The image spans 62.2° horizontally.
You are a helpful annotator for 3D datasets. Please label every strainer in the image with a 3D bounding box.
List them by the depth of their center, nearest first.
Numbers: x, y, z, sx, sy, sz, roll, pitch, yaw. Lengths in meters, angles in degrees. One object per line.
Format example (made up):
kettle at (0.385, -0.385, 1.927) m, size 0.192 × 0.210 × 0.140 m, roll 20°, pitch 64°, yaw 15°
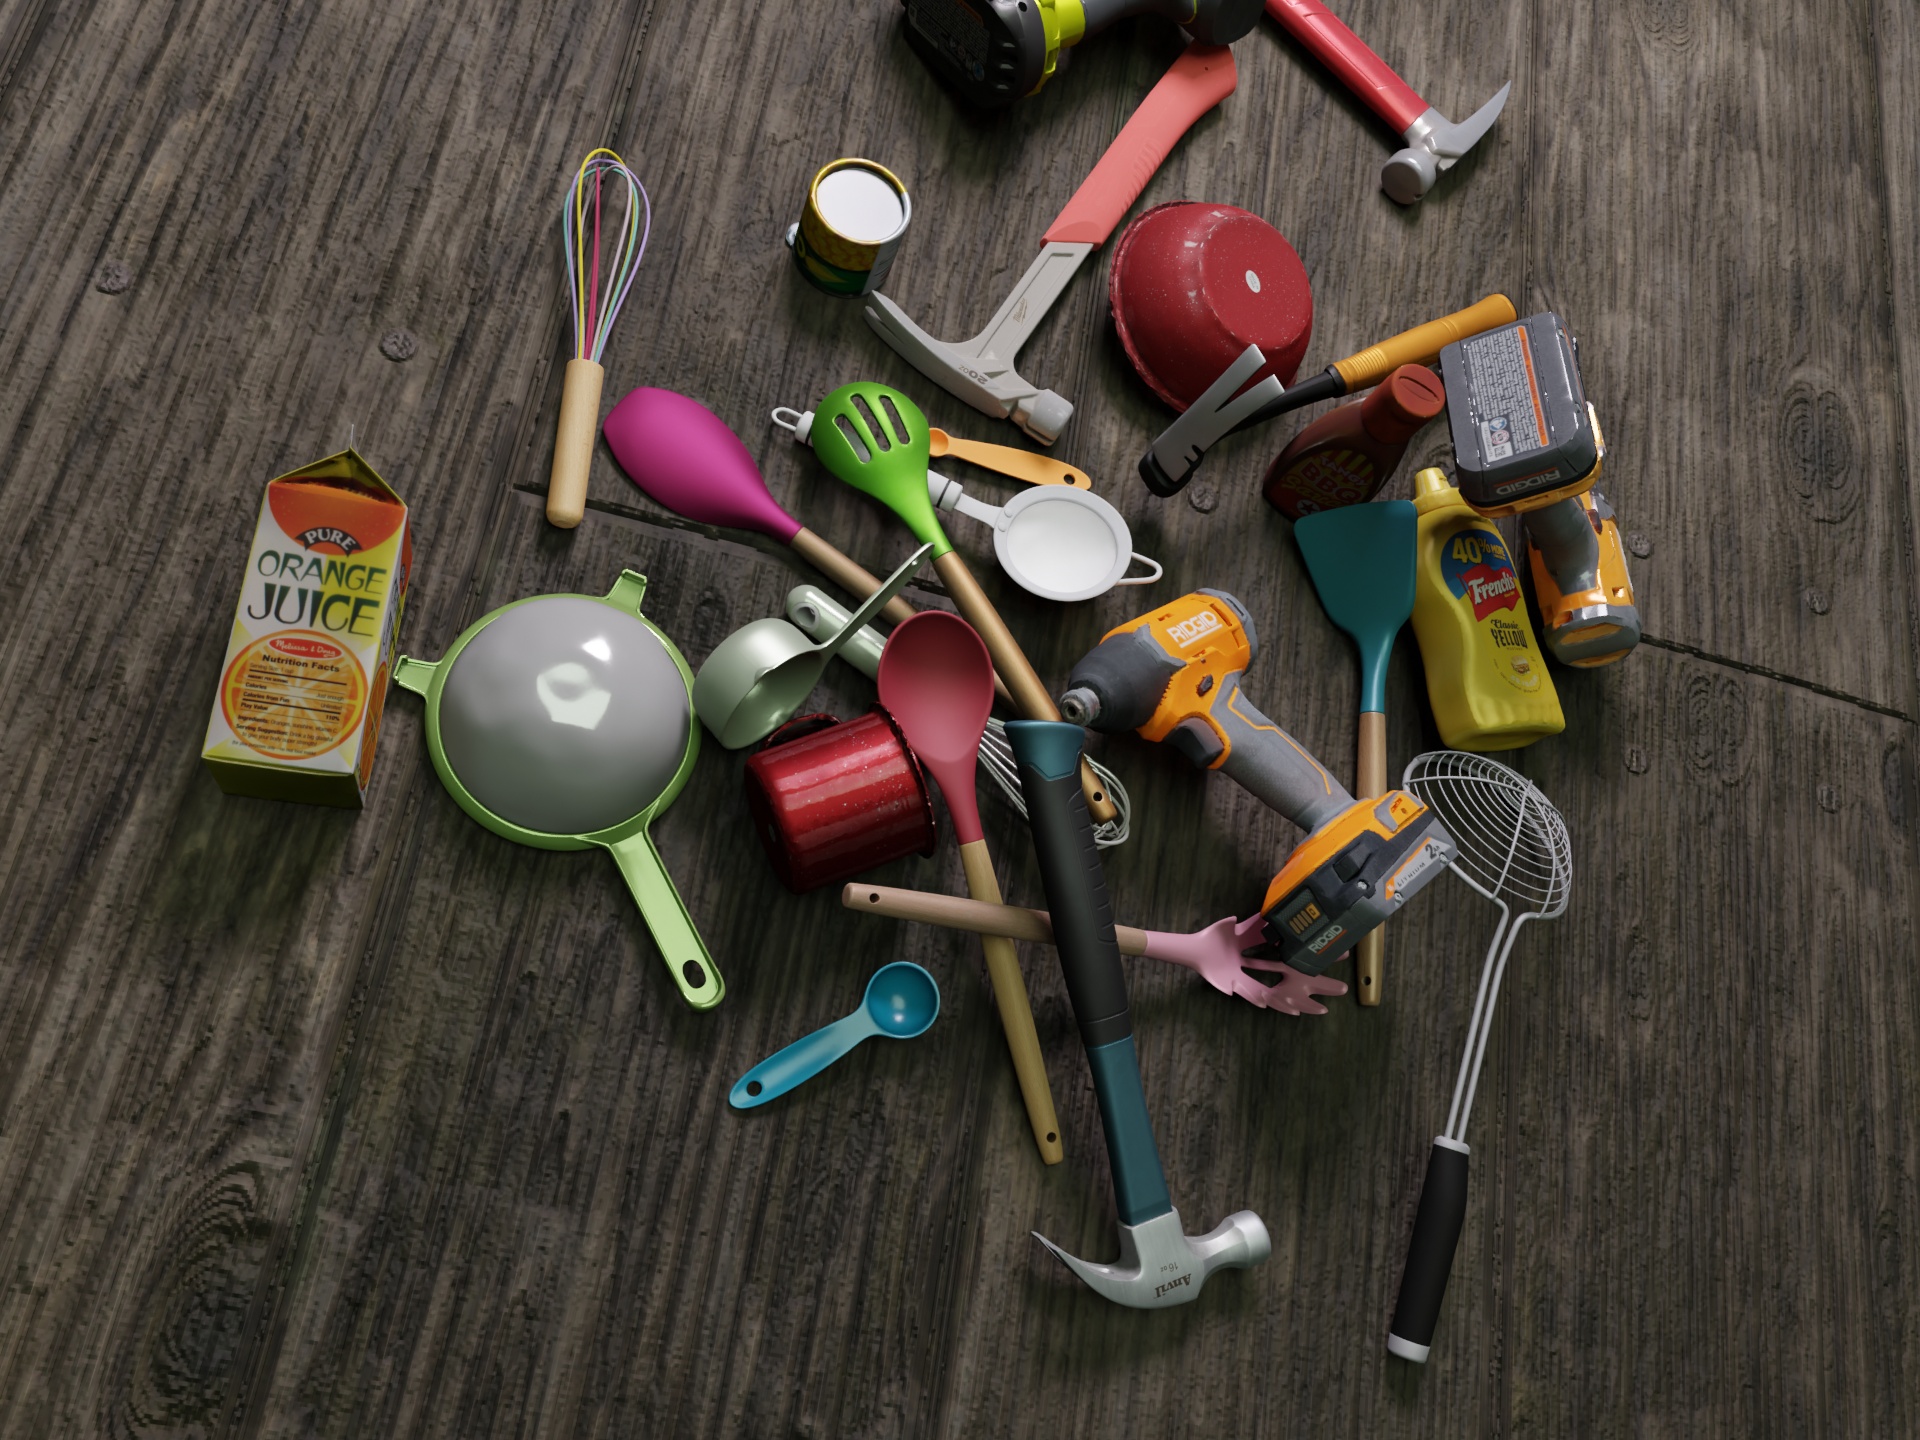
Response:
strainer at (-0.188, 0.036, 0.853) m, size 0.151 × 0.069 × 0.256 m, roll -25°, pitch 79°, yaw -22°
strainer at (0.001, -0.135, 0.984) m, size 0.258 × 0.050 × 0.087 m, roll 26°, pitch 61°, yaw -1°

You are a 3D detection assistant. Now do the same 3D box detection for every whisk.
whisk at (-0.001, -0.003, 0.939) m, size 0.246 × 0.057 × 0.059 m, roll 36°, pitch 32°, yaw 1°
whisk at (-0.224, -0.232, 0.948) m, size 0.051 × 0.047 × 0.245 m, roll 4°, pitch 74°, yaw -1°

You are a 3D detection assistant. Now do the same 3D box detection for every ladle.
ladle at (0.014, 0.093, 0.895) m, size 0.069 × 0.031 × 0.315 m, roll -13°, pitch 87°, yaw -15°

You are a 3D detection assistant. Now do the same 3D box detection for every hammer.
hammer at (0.078, 0.157, 0.858) m, size 0.128 × 0.033 × 0.331 m, roll -15°, pitch 96°, yaw -21°
hammer at (0.266, -0.234, 1.048) m, size 0.337 × 0.127 × 0.034 m, roll -26°, pitch 81°, yaw -33°
hammer at (0.085, -0.353, 1.083) m, size 0.149 × 0.036 × 0.359 m, roll 34°, pitch 67°, yaw -3°
hammer at (0.242, -0.560, 1.197) m, size 0.386 × 0.038 × 0.143 m, roll 44°, pitch 65°, yaw 1°

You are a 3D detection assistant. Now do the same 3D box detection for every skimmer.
skimmer at (0.293, 0.193, 0.964) m, size 0.127 × 0.090 × 0.363 m, roll 21°, pitch 77°, yaw -21°

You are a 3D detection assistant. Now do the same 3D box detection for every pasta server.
pasta server at (0.083, 0.121, 0.892) m, size 0.316 × 0.040 × 0.060 m, roll 13°, pitch 74°, yaw -26°

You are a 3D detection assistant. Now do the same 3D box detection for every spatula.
spatula at (0.254, 0.019, 1.002) m, size 0.044 × 0.082 × 0.318 m, roll 27°, pitch 63°, yaw -53°

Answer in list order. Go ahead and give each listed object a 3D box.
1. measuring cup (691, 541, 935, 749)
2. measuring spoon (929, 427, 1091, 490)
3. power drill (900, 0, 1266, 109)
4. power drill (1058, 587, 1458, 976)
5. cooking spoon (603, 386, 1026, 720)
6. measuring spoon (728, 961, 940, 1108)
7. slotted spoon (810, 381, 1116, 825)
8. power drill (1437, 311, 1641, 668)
measuring cup at (-0.084, -0.054, 0.901) m, size 0.038 × 0.083 × 0.167 m, roll 43°, pitch 78°, yaw 14°
measuring spoon at (0.029, -0.164, 1.019) m, size 0.117 × 0.011 × 0.021 m, roll 12°, pitch 68°, yaw -16°
power drill at (0.075, -0.523, 1.106) m, size 0.228 × 0.080 × 0.191 m, roll -28°, pitch 64°, yaw -23°
power drill at (0.162, 0.031, 0.917) m, size 0.164 × 0.084 × 0.227 m, roll -25°, pitch 69°, yaw -46°
cooking spoon at (-0.078, -0.096, 0.958) m, size 0.319 × 0.017 × 0.069 m, roll 37°, pitch 67°, yaw -1°
measuring spoon at (-0.070, 0.176, 0.874) m, size 0.128 × 0.021 × 0.042 m, roll -29°, pitch 83°, yaw -14°
slotted spoon at (0.005, -0.075, 0.930) m, size 0.070 × 0.031 × 0.314 m, roll -28°, pitch 78°, yaw -13°
power drill at (0.377, -0.162, 1.025) m, size 0.226 × 0.084 × 0.186 m, roll 43°, pitch 41°, yaw -47°
